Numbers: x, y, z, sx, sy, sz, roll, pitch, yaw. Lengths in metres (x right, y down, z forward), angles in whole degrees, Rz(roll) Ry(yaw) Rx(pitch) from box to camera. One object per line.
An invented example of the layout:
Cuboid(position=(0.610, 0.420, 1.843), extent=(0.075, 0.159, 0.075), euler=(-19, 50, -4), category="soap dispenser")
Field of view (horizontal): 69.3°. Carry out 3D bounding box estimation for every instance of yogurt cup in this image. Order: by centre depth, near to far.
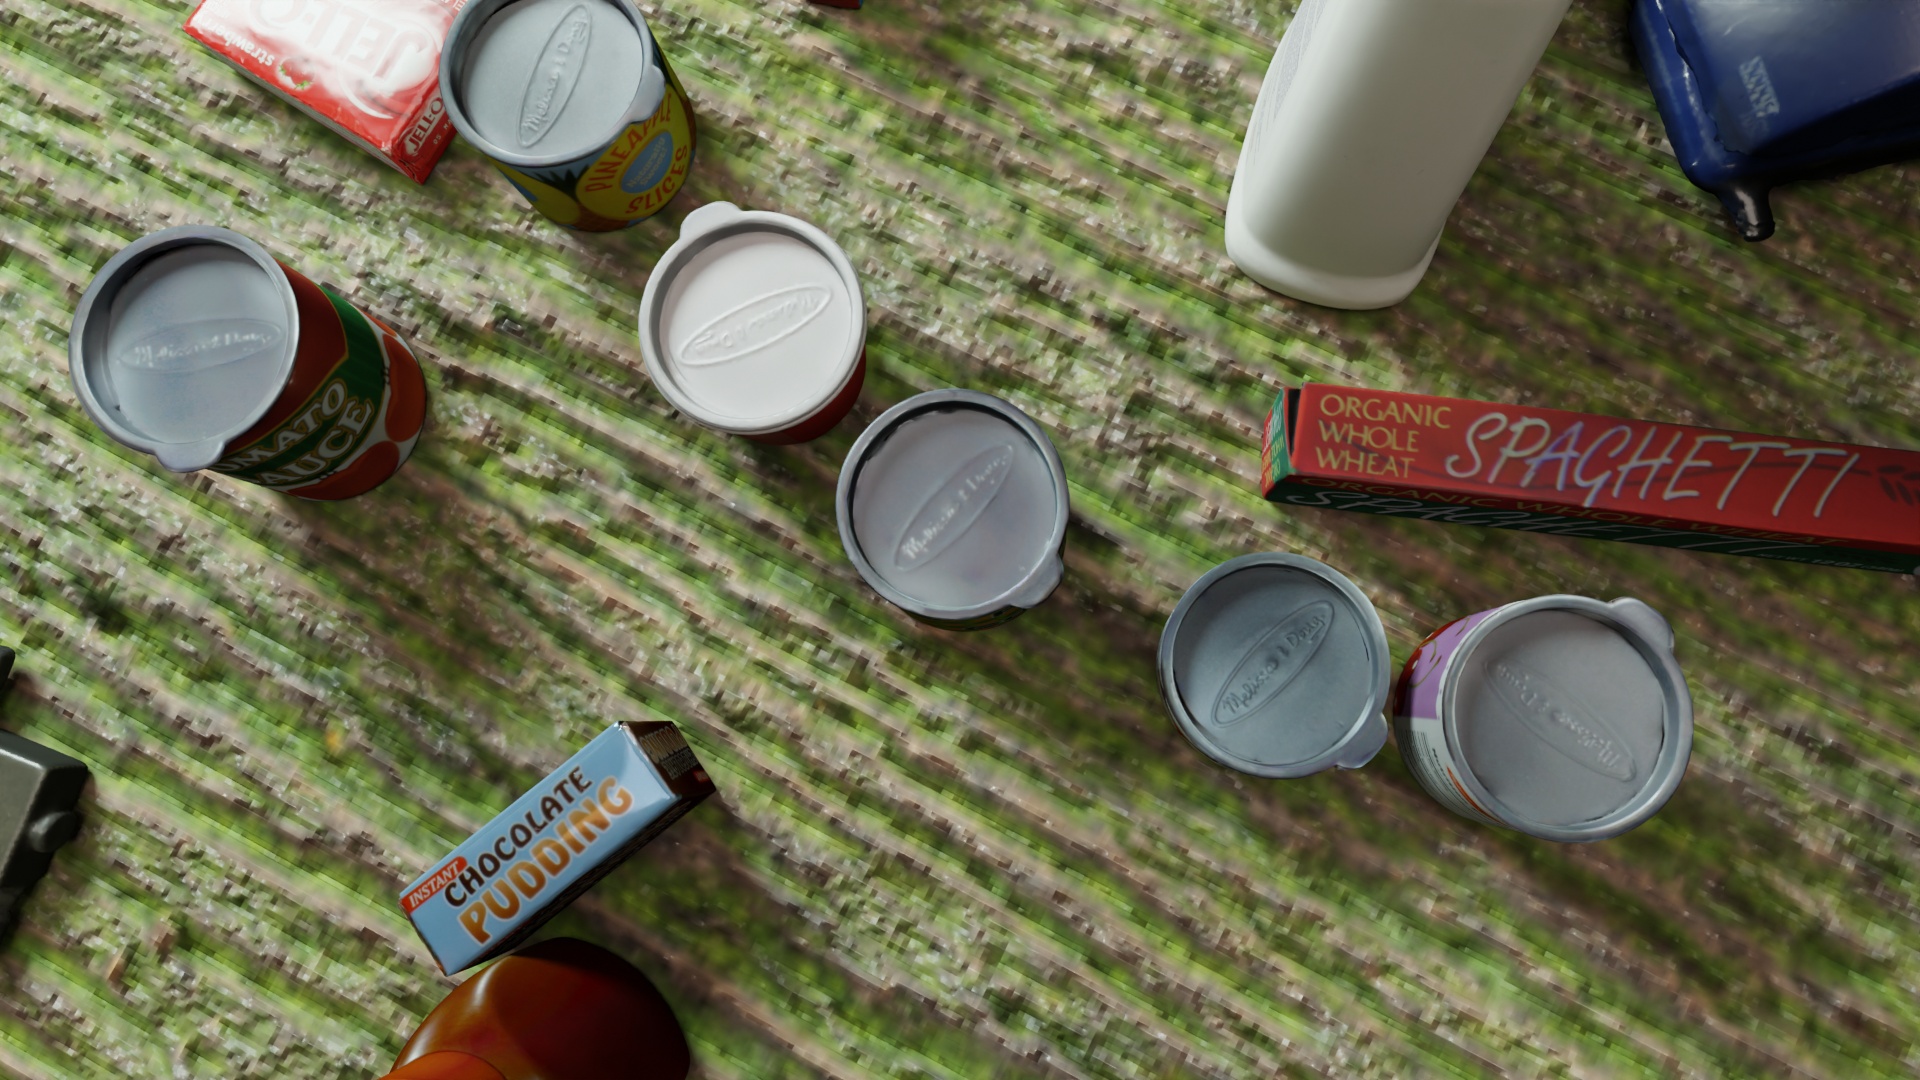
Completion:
Cuboid(position=(-0.060, -0.061, 0.432), extent=(0.072, 0.054, 0.072), euler=(0, 82, 4), category="yogurt cup")

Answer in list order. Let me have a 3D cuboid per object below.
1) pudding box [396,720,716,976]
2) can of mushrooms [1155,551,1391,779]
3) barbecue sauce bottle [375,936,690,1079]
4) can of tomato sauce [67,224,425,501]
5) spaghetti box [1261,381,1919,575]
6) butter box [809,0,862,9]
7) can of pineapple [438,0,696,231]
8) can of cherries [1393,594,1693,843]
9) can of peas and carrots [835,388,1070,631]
Cuboid(position=(-0.119, 0.089, 0.415), extent=(0.084, 0.049, 0.030), euler=(-38, 82, -2), category="pudding box")
Cuboid(position=(0.094, 0.040, 0.418), extent=(0.071, 0.033, 0.071), euler=(0, 82, 4), category="can of mushrooms")
Cuboid(position=(-0.116, 0.142, 0.357), extent=(0.065, 0.148, 0.044), euler=(41, 87, 8), category="barbecue sauce bottle")
Cuboid(position=(-0.212, -0.049, 0.425), extent=(0.071, 0.083, 0.071), euler=(0, 82, 4), category="can of tomato sauce")
Cuboid(position=(0.216, -0.015, 0.410), extent=(0.250, 0.050, 0.029), euler=(7, 83, 5), category="spaghetti box")
Cuboid(position=(-0.035, -0.236, 0.456), extent=(0.024, 0.053, 0.103), euler=(12, 83, 5), category="butter box")
Cuboid(position=(-0.122, -0.138, 0.445), extent=(0.071, 0.058, 0.071), euler=(0, 82, 4), category="can of pineapple")
Cuboid(position=(0.166, 0.049, 0.399), extent=(0.071, 0.058, 0.071), euler=(0, 82, 4), category="can of cherries")
Cuboid(position=(0.001, -0.005, 0.417), extent=(0.071, 0.058, 0.071), euler=(0, 82, 4), category="can of peas and carrots")
